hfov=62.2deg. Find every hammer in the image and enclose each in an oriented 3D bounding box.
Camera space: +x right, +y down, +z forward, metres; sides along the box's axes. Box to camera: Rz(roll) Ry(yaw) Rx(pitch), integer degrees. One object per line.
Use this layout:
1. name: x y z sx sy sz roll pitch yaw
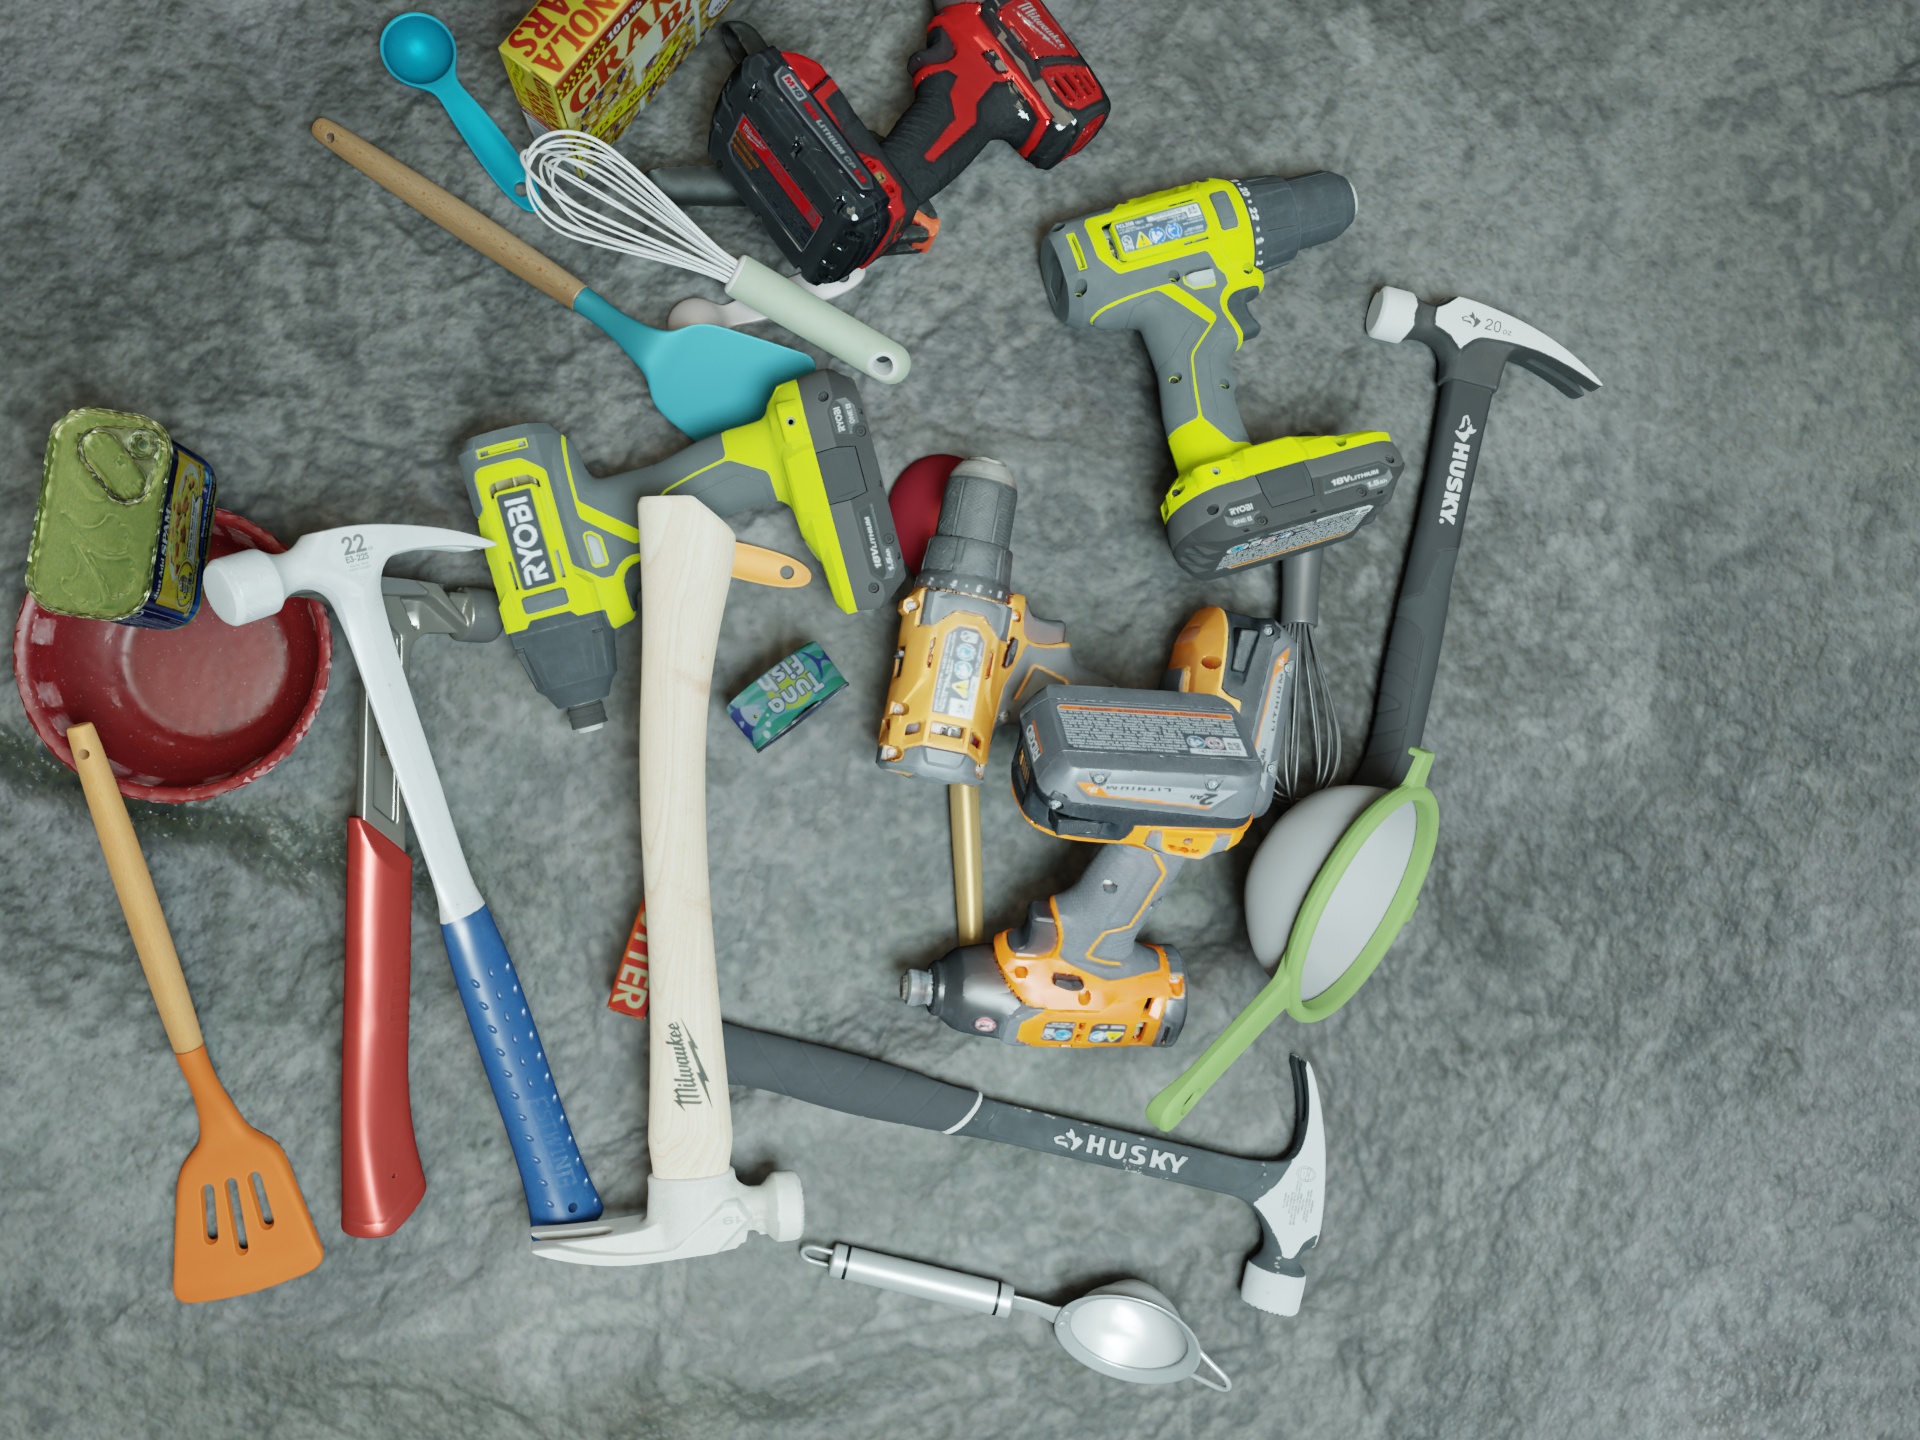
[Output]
1. hammer: 0.294 -0.091 0.979 0.146 0.035 0.335 13 86 -6
2. hammer: 0.022 0.230 0.931 0.409 0.036 0.149 15 85 -6
3. hammer: -0.265 0.091 0.853 0.144 0.035 0.405 -28 109 -44
4. hammer: -0.161 0.087 0.849 0.146 0.038 0.410 -2 96 -17
5. hammer: -0.324 0.101 0.861 0.149 0.037 0.359 -1 94 -47

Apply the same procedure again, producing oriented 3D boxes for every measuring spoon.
1. measuring spoon: -0.145 -0.098 0.936 0.117 0.011 0.021 13 94 -10
2. measuring spoon: -0.287 -0.350 0.926 0.042 0.021 0.128 -38 102 -8
3. measuring spoon: -0.114 -0.249 0.940 0.124 0.018 0.034 -21 90 -8

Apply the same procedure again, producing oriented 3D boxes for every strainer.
1. strainer: 0.033 0.337 0.926 0.258 0.050 0.086 14 130 -2
2. strainer: 0.171 0.124 0.893 0.069 0.151 0.256 31 58 34

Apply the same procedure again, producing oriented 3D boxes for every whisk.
1. whisk: 0.207 -0.059 0.963 0.055 0.055 0.239 5 83 -7
2. whisk: -0.135 -0.259 0.908 0.246 0.059 0.057 26 121 -20

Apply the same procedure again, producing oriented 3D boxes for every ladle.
1. ladle: -0.001 -0.003 0.943 0.069 0.031 0.315 -3 90 -7

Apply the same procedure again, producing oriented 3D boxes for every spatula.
1. spatula: -0.423 0.157 0.852 0.081 0.041 0.322 -13 105 -8
2. spatula: -0.236 -0.256 0.917 0.317 0.044 0.082 34 110 2

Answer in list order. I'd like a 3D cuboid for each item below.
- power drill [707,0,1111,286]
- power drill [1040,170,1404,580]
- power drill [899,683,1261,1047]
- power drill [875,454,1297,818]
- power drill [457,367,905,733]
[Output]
1. power drill: -0.028 -0.355 0.905 0.220 0.078 0.143 -38 93 -27
2. power drill: 0.170 -0.214 0.934 0.190 0.080 0.229 -17 77 -7
3. power drill: 0.060 0.092 0.864 0.164 0.084 0.226 3 128 -12
4. power drill: 0.074 -0.042 0.914 0.226 0.084 0.185 11 86 -13
5. power drill: -0.150 -0.098 0.892 0.223 0.080 0.171 -15 96 -1
